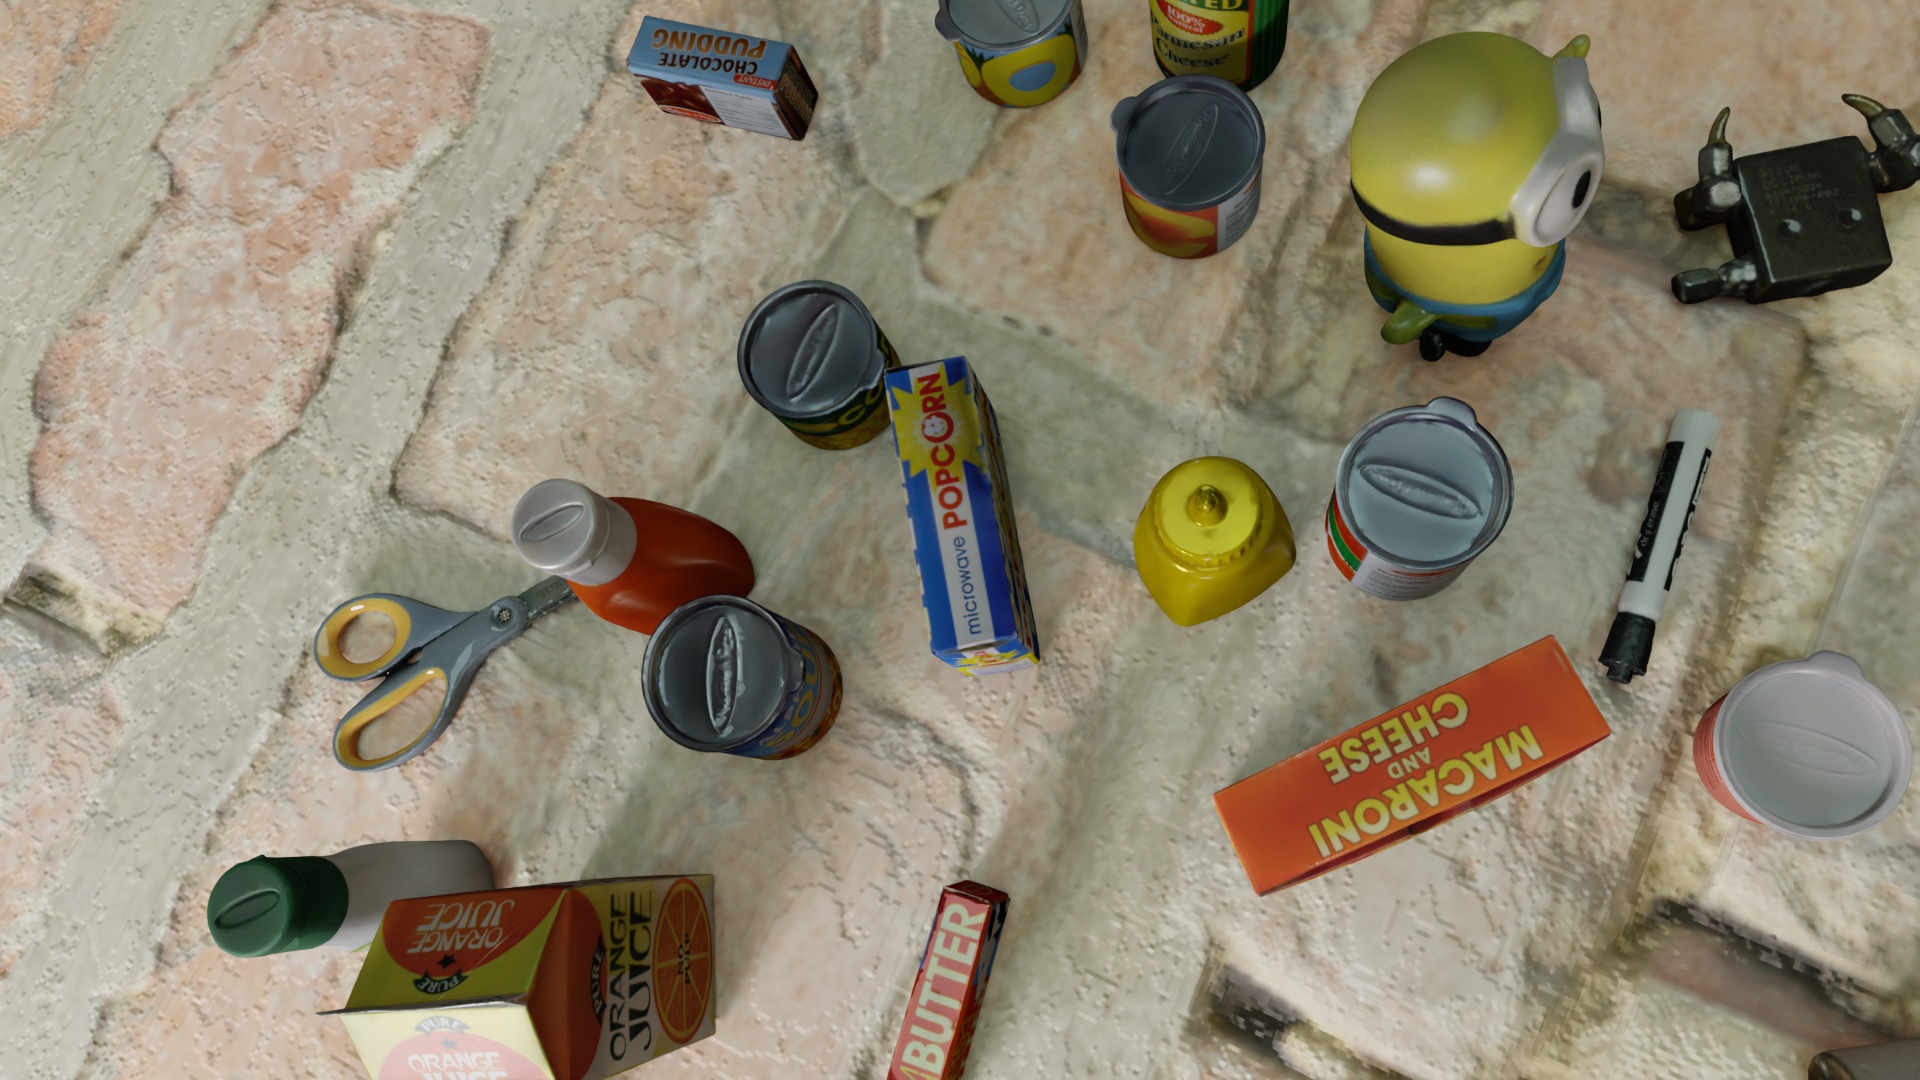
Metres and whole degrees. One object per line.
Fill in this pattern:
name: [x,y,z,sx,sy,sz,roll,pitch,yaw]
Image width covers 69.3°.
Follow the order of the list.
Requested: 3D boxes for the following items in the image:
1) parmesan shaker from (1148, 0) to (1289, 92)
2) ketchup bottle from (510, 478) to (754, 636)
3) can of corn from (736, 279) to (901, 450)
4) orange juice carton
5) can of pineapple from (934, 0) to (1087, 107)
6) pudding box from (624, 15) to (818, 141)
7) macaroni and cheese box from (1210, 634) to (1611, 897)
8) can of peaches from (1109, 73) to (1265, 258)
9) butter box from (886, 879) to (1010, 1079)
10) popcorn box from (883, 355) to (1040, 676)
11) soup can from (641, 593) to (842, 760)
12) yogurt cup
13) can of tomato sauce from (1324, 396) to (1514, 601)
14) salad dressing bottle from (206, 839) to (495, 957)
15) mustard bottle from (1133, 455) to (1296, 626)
parmesan shaker: [0.120,-0.254,0.633,0.071,0.103,0.071,-2,78,10]
ketchup bottle: [-0.142,0.008,0.602,0.065,0.148,0.043,-27,75,4]
can of corn: [-0.062,-0.080,0.653,0.071,0.058,0.071,-2,78,10]
orange juice carton: [-0.163,0.173,0.547,0.072,0.192,0.073,-6,78,10]
can of pineapple: [0.025,-0.252,0.674,0.071,0.058,0.071,-2,78,10]
pudding box: [-0.120,-0.233,0.701,0.084,0.049,0.030,15,82,13]
macaroni and cheese box: [0.158,0.088,0.518,0.124,0.166,0.040,-26,75,5]
can of peaches: [0.104,-0.172,0.641,0.071,0.058,0.071,-2,78,10]
butter box: [-0.007,0.198,0.585,0.024,0.053,0.103,15,81,13]
popcorn box: [0.002,-0.008,0.611,0.038,0.085,0.127,-12,76,8]
soup can: [-0.091,0.063,0.614,0.071,0.083,0.071,-2,78,10]
yogurt cup: [0.325,0.083,0.546,0.072,0.054,0.072,-2,78,10]
can of tomato sauce: [0.188,-0.015,0.578,0.071,0.083,0.071,-2,78,10]
salad dressing bottle: [-0.255,0.153,0.592,0.064,0.147,0.044,-25,75,5]
mustard bottle: [0.100,-0.003,0.552,0.065,0.160,0.049,-31,75,4]
